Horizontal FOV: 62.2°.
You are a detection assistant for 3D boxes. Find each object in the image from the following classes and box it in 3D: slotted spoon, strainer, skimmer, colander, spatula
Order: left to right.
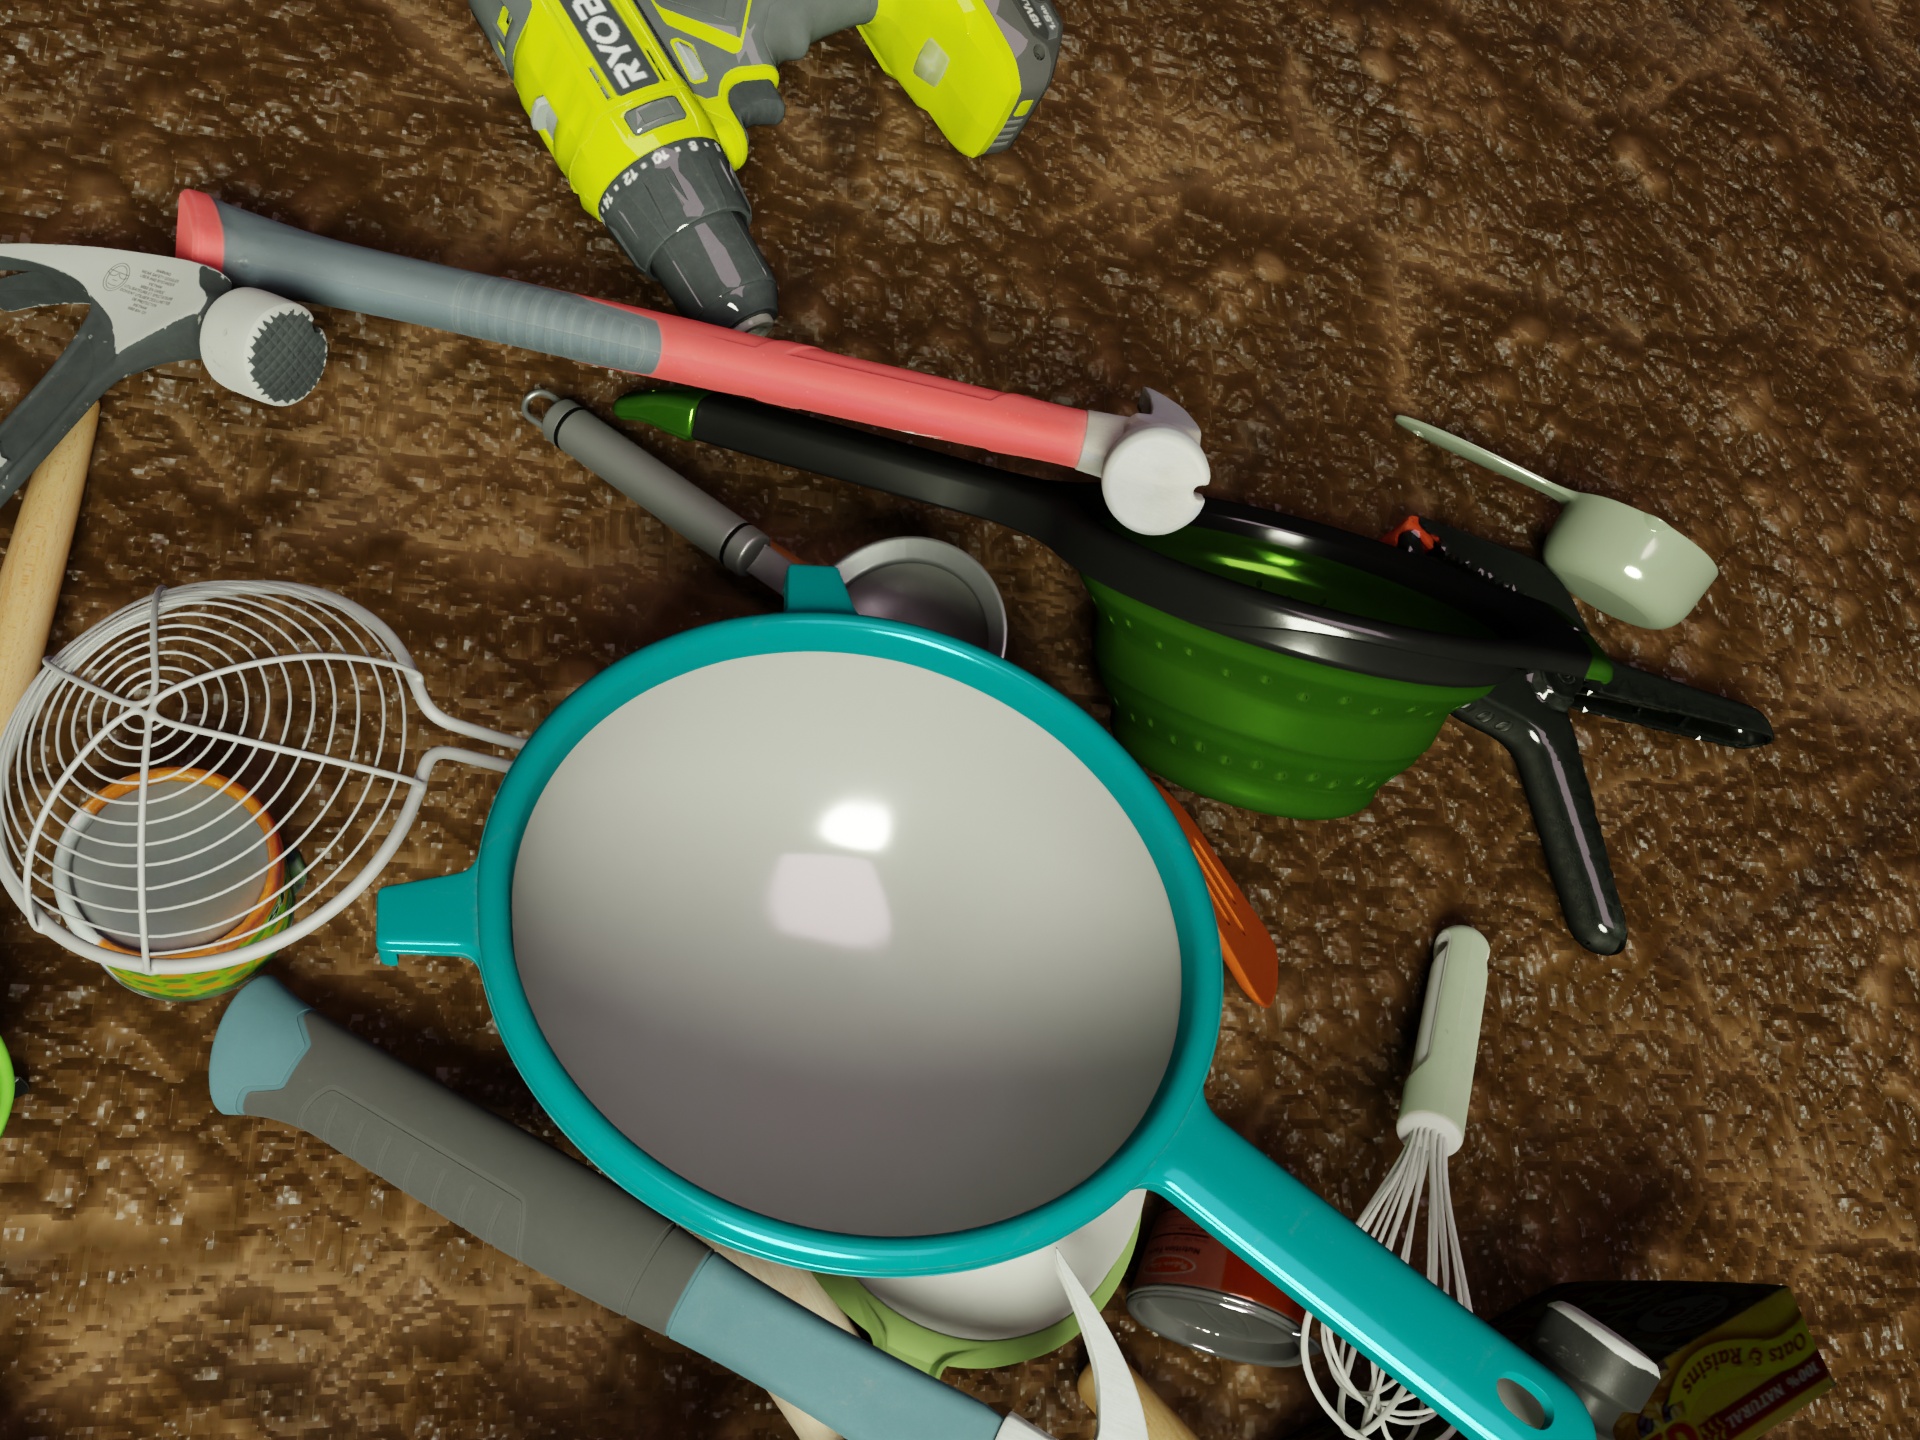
[{"bbox_3d":[-0.310,0.016,0.506,0.070,0.031,0.314,-4,60,-1],"label":"slotted spoon"},{"bbox_3d":[-0.121,0.031,0.550,0.363,0.090,0.127,11,56,-39],"label":"skimmer"},{"bbox_3d":[-0.074,-0.061,0.602,0.258,0.050,0.087,35,87,18],"label":"strainer"},{"bbox_3d":[-0.001,-0.002,0.628,0.322,0.081,0.041,34,105,6],"label":"spatula"},{"bbox_3d":[0.001,0.180,0.523,0.151,0.069,0.257,29,49,-12],"label":"strainer"},{"bbox_3d":[0.014,0.112,0.463,0.340,0.095,0.211,36,50,10],"label":"strainer"},{"bbox_3d":[0.045,-0.045,0.642,0.397,0.204,0.094,16,108,5],"label":"colander"}]

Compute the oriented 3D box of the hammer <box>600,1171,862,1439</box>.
[{"bbox_3d":[0.008,0.297,0.534,0.146,0.038,0.411,-27,81,-27],"label":"hammer"}]

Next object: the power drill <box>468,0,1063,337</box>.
[{"bbox_3d":[-0.072,-0.278,0.697,0.228,0.080,0.190,-30,87,-24],"label":"power drill"}]

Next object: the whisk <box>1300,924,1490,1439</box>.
[{"bbox_3d":[0.175,0.163,0.602,0.059,0.057,0.246,23,41,8],"label":"whisk"}]

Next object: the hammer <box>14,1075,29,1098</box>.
[{"bbox_3d":[-0.249,0.240,0.431,0.335,0.035,0.146,43,59,13],"label":"hammer"}]

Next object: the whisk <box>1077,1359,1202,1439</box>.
[{"bbox_3d":[0.122,0.297,0.505,0.051,0.047,0.245,-3,31,-44],"label":"whisk"}]

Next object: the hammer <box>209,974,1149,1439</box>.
[{"bbox_3d":[-0.095,0.169,0.486,0.331,0.033,0.128,25,70,13],"label":"hammer"}]

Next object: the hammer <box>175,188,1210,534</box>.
[{"bbox_3d":[-0.100,-0.143,0.611,0.386,0.143,0.038,12,109,-2],"label":"hammer"}]

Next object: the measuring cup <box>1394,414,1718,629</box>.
[{"bbox_3d":[0.278,-0.096,0.768,0.168,0.083,0.038,31,93,13],"label":"measuring cup"}]

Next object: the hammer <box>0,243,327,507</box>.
[{"bbox_3d":[-0.376,0.002,0.490,0.149,0.036,0.409,22,67,21],"label":"hammer"}]

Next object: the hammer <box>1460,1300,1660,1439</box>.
[{"bbox_3d":[0.250,0.294,0.515,0.336,0.034,0.127,35,86,-33],"label":"hammer"}]
